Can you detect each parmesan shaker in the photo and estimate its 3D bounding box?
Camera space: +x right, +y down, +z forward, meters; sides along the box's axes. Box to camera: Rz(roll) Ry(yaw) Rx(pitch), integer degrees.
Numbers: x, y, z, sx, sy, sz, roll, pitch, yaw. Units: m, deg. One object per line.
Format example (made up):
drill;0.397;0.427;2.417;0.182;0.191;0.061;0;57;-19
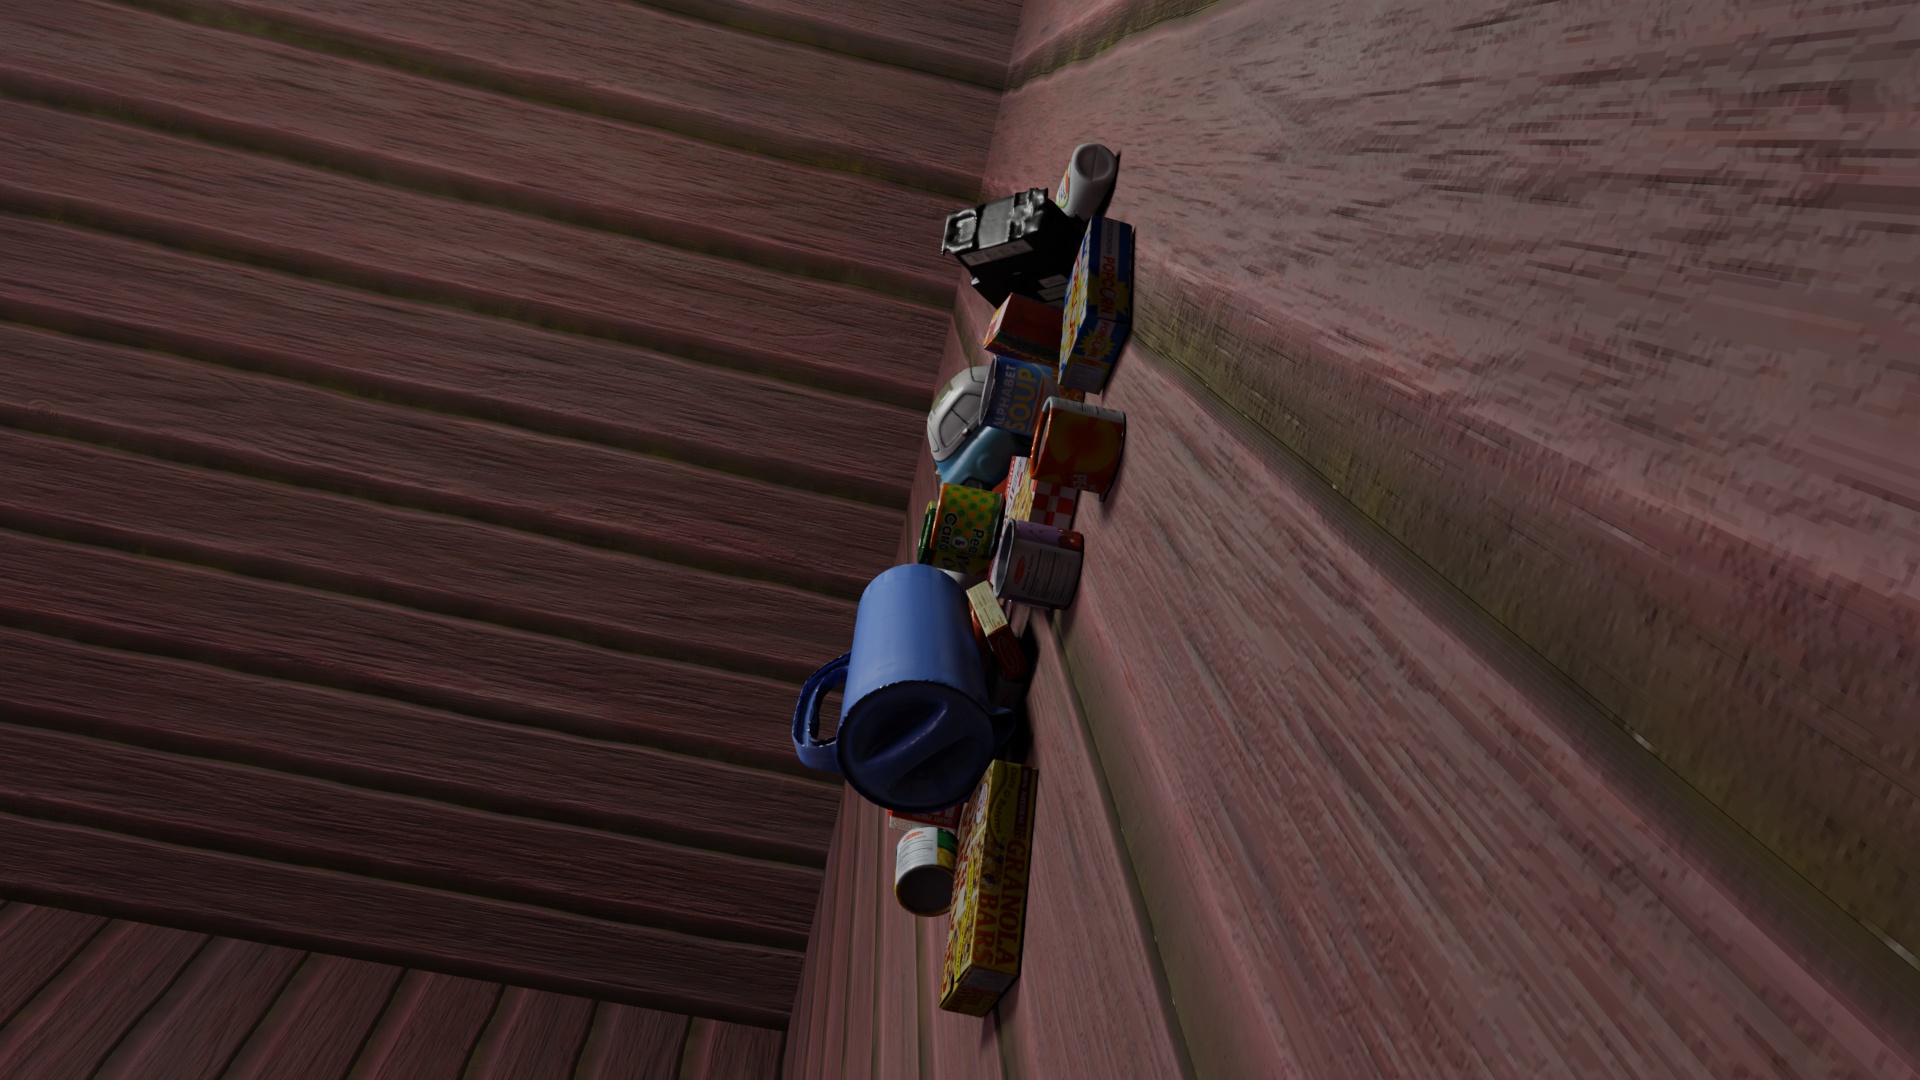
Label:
parmesan shaker;0.013;0.003;1.391;0.071;0.103;0.071;-165;86;-84

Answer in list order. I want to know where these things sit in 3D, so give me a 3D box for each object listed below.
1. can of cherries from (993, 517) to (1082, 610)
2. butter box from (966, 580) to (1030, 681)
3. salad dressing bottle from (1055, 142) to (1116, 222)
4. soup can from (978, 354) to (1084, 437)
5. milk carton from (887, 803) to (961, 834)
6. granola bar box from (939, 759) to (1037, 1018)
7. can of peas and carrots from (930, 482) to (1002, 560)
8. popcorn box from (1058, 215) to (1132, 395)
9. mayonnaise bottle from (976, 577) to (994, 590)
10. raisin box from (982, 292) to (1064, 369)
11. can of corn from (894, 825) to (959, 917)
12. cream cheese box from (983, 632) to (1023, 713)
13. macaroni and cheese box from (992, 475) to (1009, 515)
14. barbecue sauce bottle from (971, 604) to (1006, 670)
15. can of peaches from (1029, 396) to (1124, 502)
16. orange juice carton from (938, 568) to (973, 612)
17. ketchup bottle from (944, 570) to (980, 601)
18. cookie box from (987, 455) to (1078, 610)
can of cherries;0.062;0.018;1.118;0.071;0.058;0.071;-165;86;-84
butter box;0.033;0.080;1.249;0.104;0.024;0.053;-116;2;-67
salad dressing bottle;0.117;-0.341;1.385;0.147;0.044;0.064;122;158;-74
soup can;0.064;-0.127;1.259;0.071;0.084;0.071;-165;86;-84
milk carton;-0.032;0.236;1.499;0.191;0.072;0.073;-84;9;-45
granola bar box;0.021;0.273;1.089;0.123;0.039;0.166;110;170;-55
can of peas and carrots;0.005;-0.017;1.318;0.071;0.059;0.071;-154;75;-89
popcorn box;0.113;-0.197;1.160;0.084;0.038;0.127;110;170;-51
mayonnaise bottle;0.013;-0.004;1.477;0.147;0.041;0.065;73;-164;-55
raisin box;0.073;-0.189;1.291;0.123;0.086;0.040;-174;101;-84
can of corn;-0.029;0.322;1.343;0.058;0.071;0.070;-92;15;-65
cream cheese box;0.039;0.129;1.277;0.104;0.024;0.053;-92;17;-66
macaroni and cheese box;0.039;-0.079;1.566;0.166;0.040;0.124;132;155;-78
barbecue sauce bottle;0.015;0.112;1.443;0.147;0.044;0.065;112;171;-56
can of peaches;0.087;-0.070;1.055;0.071;0.058;0.071;-164;87;-84
orange juice carton;-0.003;0.050;1.594;0.194;0.072;0.072;-87;11;-54
ketchup bottle;-0.023;0.087;1.467;0.065;0.043;0.148;-86;20;-67
cookie box;0.064;-0.011;1.245;0.167;0.040;0.123;-141;63;-82
